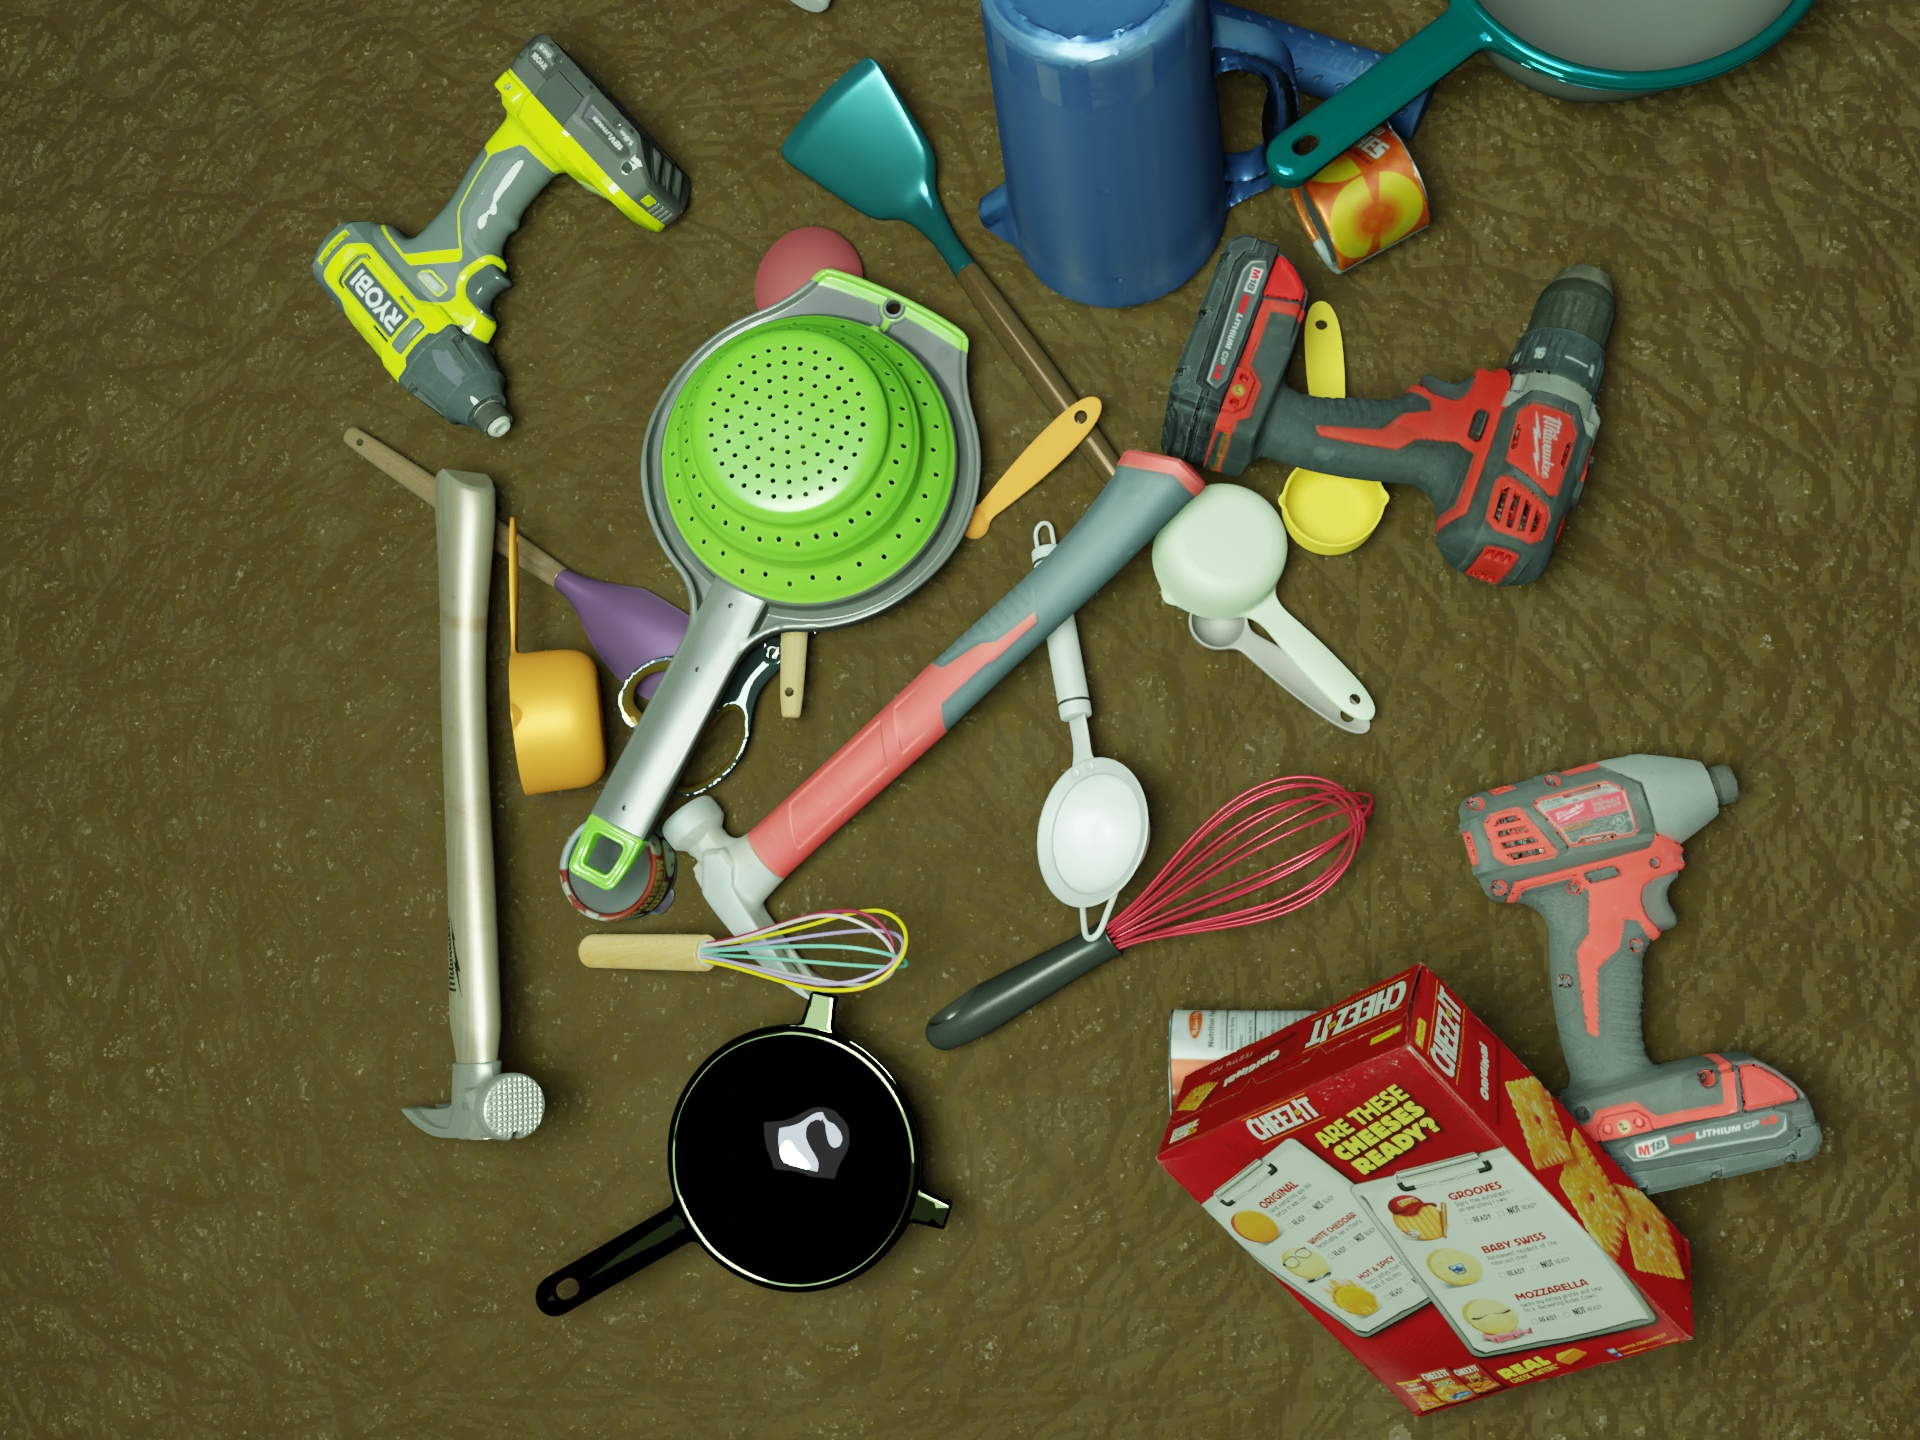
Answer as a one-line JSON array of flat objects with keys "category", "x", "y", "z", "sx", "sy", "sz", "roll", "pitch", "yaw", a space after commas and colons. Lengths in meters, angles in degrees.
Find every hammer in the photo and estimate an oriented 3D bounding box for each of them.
[{"category": "hammer", "x": -0.001, "y": -0.003, "z": 0.923, "sx": 0.386, "sy": 0.038, "sz": 0.143, "roll": -42, "pitch": 80, "yaw": 15}, {"category": "hammer", "x": -0.310, "y": 0.048, "z": 0.986, "sx": 0.146, "sy": 0.038, "sz": 0.411, "roll": -16, "pitch": 75, "yaw": 51}, {"category": "hammer", "x": 0.094, "y": -0.447, "z": 0.967, "sx": 0.405, "sy": 0.035, "sz": 0.144, "roll": 25, "pitch": 91, "yaw": 12}]

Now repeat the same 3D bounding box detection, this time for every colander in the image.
[{"category": "colander", "x": -0.129, "y": -0.086, "z": 0.911, "sx": 0.204, "sy": 0.094, "sz": 0.397, "roll": 26, "pitch": 86, "yaw": 6}]

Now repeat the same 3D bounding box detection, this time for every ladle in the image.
[{"category": "ladle", "x": -0.099, "y": -0.158, "z": 0.981, "sx": 0.069, "sy": 0.031, "sz": 0.315, "roll": 1, "pitch": 84, "yaw": 9}]

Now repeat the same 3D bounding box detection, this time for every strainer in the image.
[{"category": "strainer", "x": -0.135, "y": 0.279, "z": 0.943, "sx": 0.256, "sy": 0.069, "sz": 0.151, "roll": -32, "pitch": 82, "yaw": 9}, {"category": "strainer", "x": 0.071, "y": 0.001, "z": 0.926, "sx": 0.087, "sy": 0.050, "sz": 0.259, "roll": -25, "pitch": 67, "yaw": 42}, {"category": "strainer", "x": 0.307, "y": -0.384, "z": 0.877, "sx": 0.340, "sy": 0.095, "sz": 0.211, "roll": -36, "pitch": 78, "yaw": 0}]

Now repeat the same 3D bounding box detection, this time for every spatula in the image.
[{"category": "spatula", "x": 0.013, "y": -0.253, "z": 0.966, "sx": 0.082, "sy": 0.044, "sz": 0.317, "roll": -39, "pitch": 81, "yaw": 22}, {"category": "spatula", "x": -0.279, "y": -0.103, "z": 1.028, "sx": 0.316, "sy": 0.018, "sz": 0.060, "roll": 34, "pitch": 92, "yaw": 11}]

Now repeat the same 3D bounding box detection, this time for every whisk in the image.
[{"category": "whisk", "x": 0.104, "y": 0.115, "z": 0.912, "sx": 0.296, "sy": 0.073, "sz": 0.073, "roll": -31, "pitch": 80, "yaw": 13}, {"category": "whisk", "x": -0.131, "y": 0.135, "z": 0.937, "sx": 0.245, "sy": 0.051, "sz": 0.047, "roll": -5, "pitch": 79, "yaw": 33}]

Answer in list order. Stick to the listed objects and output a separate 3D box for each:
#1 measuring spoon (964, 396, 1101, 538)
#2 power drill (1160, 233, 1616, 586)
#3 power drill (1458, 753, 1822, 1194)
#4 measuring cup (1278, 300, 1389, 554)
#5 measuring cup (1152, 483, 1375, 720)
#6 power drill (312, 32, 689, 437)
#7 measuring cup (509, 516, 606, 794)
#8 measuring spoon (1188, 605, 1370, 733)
[{"category": "measuring spoon", "x": 0.041, "y": -0.152, "z": 0.955, "sx": 0.117, "sy": 0.011, "sz": 0.021, "roll": -43, "pitch": 84, "yaw": 20}, {"category": "power drill", "x": 0.243, "y": -0.192, "z": 0.882, "sx": 0.227, "sy": 0.080, "sz": 0.188, "roll": 20, "pitch": 77, "yaw": 8}, {"category": "power drill", "x": 0.366, "y": 0.128, "z": 0.849, "sx": 0.143, "sy": 0.078, "sz": 0.220, "roll": -17, "pitch": 79, "yaw": 10}, {"category": "measuring cup", "x": 0.214, "y": -0.170, "z": 0.932, "sx": 0.062, "sy": 0.029, "sz": 0.157, "roll": -1, "pitch": 74, "yaw": 6}, {"category": "measuring cup", "x": 0.180, "y": -0.067, "z": 0.907, "sx": 0.083, "sy": 0.038, "sz": 0.168, "roll": -39, "pitch": 77, "yaw": -10}, {"category": "power drill", "x": -0.289, "y": -0.305, "z": 1.019, "sx": 0.223, "sy": 0.080, "sz": 0.171, "roll": -44, "pitch": 78, "yaw": 10}, {"category": "measuring cup", "x": -0.249, "y": -0.042, "z": 0.982, "sx": 0.052, "sy": 0.095, "sz": 0.174, "roll": -4, "pitch": 83, "yaw": -10}, {"category": "measuring spoon", "x": 0.186, "y": -0.030, "z": 0.930, "sx": 0.124, "sy": 0.018, "sz": 0.034, "roll": 37, "pitch": 78, "yaw": 6}]
